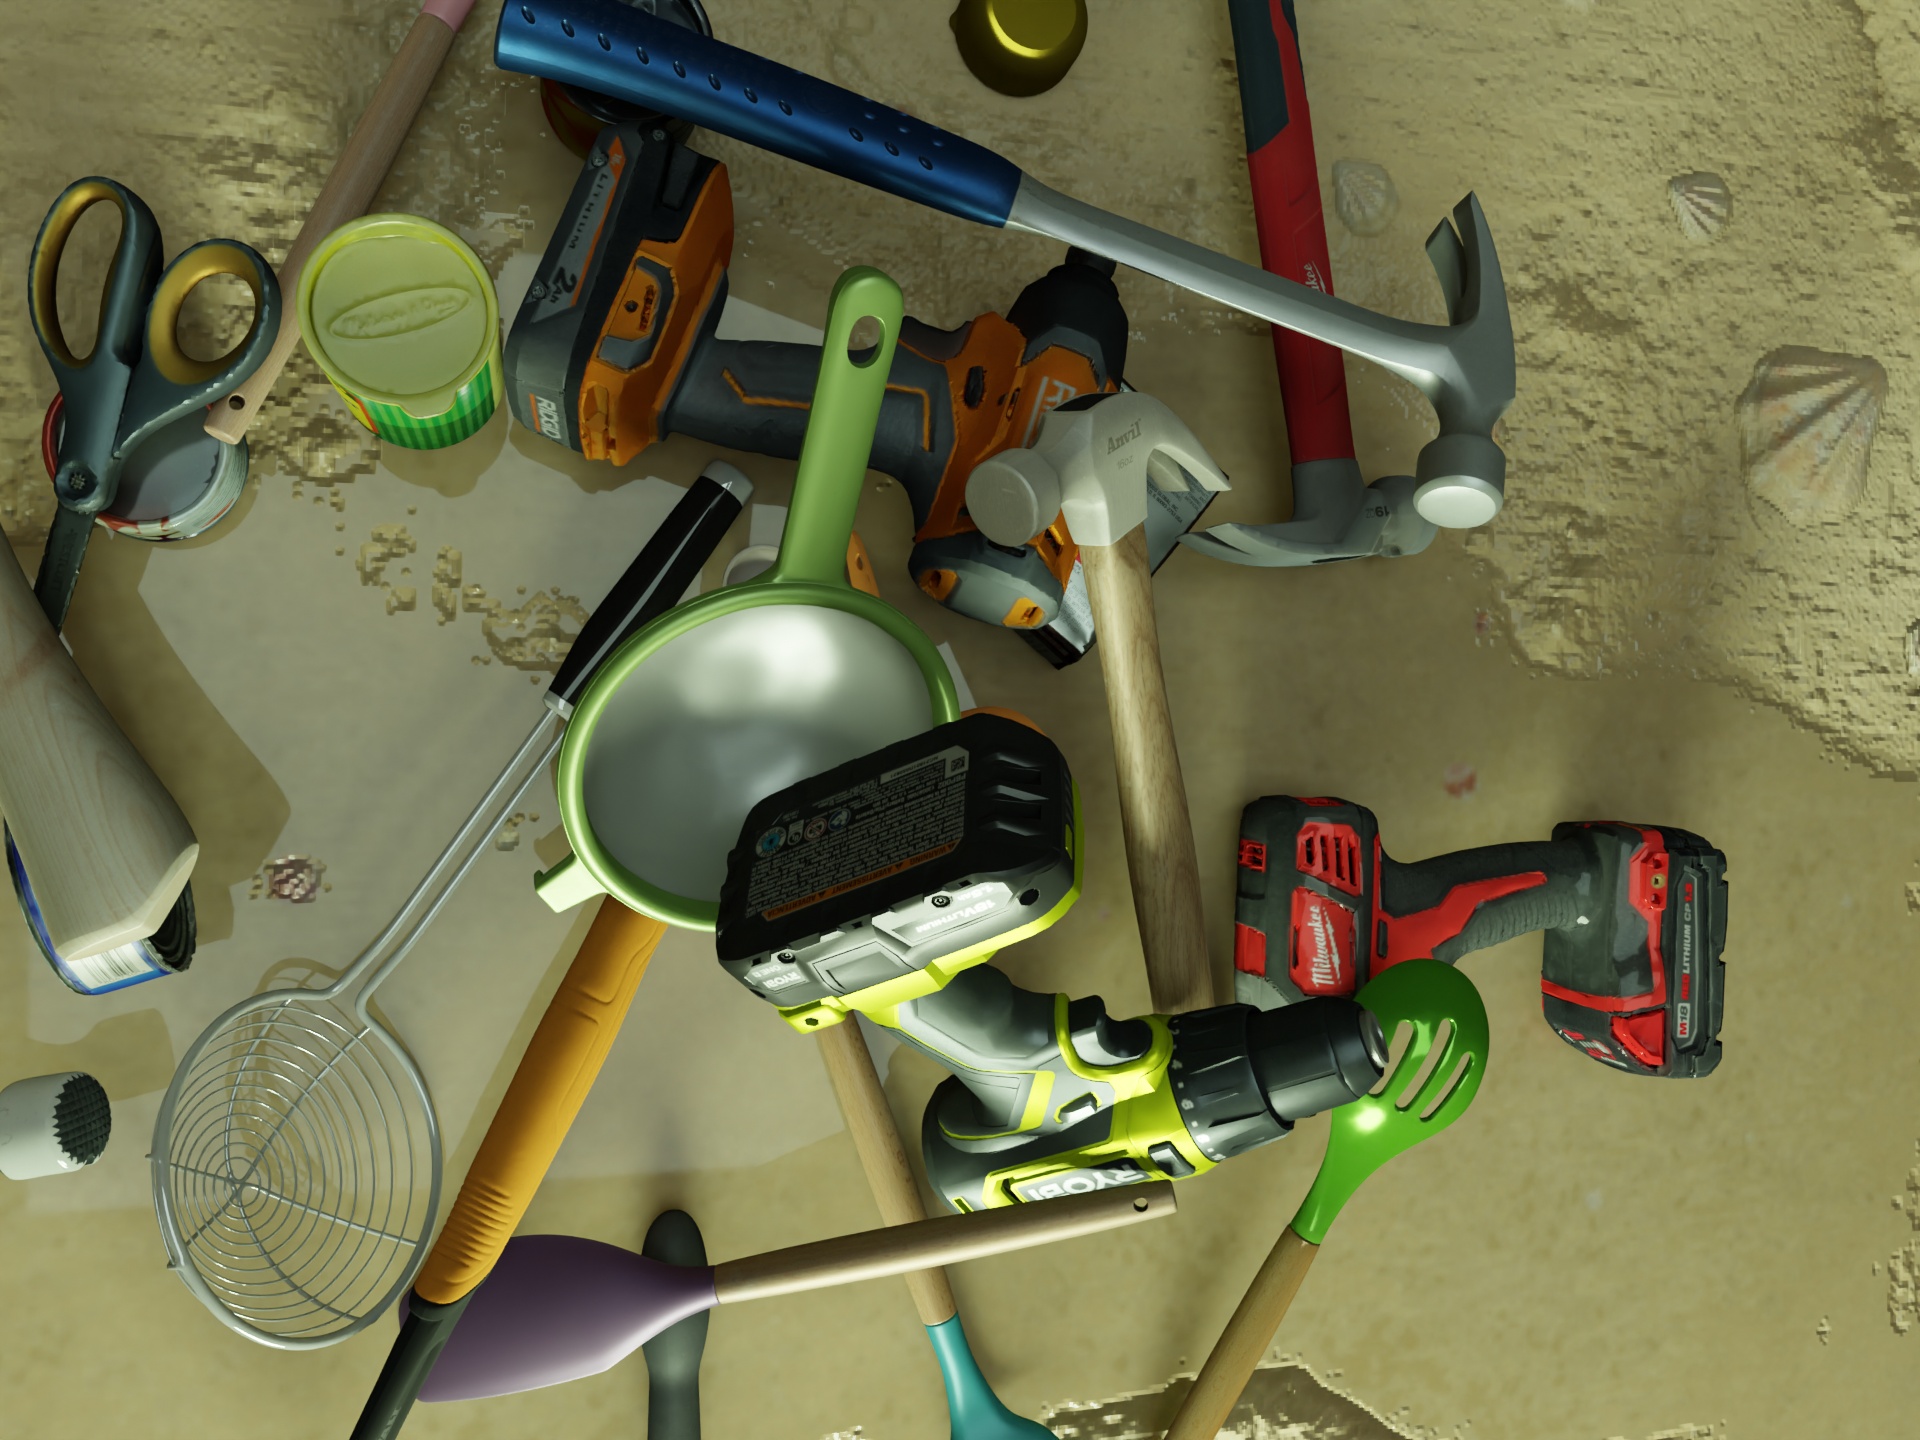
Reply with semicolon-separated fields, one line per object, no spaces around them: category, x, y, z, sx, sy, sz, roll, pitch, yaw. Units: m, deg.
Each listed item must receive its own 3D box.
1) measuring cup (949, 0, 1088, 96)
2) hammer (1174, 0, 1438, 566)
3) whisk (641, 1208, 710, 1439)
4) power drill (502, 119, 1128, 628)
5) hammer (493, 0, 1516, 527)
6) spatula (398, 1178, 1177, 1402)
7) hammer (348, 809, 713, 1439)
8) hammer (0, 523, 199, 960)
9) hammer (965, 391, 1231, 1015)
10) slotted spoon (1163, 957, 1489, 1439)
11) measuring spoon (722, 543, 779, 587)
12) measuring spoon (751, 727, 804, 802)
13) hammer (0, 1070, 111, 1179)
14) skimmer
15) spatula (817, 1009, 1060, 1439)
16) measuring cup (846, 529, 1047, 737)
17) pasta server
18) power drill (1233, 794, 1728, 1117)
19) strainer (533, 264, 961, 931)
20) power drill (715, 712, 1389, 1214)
measuring cup;0.032;-0.355;0.695;0.062;0.029;0.156;5;90;-15
hammer;0.130;-0.261;0.700;0.143;0.038;0.386;-7;89;-38
whisk;-0.116;0.344;0.645;0.070;0.070;0.285;0;86;-15
power drill;-0.045;-0.148;0.630;0.226;0.084;0.164;20;74;-5
hammer;0.031;-0.199;0.608;0.405;0.035;0.144;17;65;-11
spatula;-0.071;0.215;0.628;0.316;0.018;0.060;-12;82;4
hammer;-0.181;0.184;0.593;0.034;0.127;0.337;20;72;14
hammer;-0.367;-0.111;0.527;0.146;0.038;0.411;-23;86;-20
hammer;0.079;0.028;0.647;0.130;0.031;0.331;-39;127;-42
slotted spoon;0.139;0.245;0.690;0.070;0.031;0.313;25;99;-10
measuring spoon;-0.051;-0.030;0.684;0.124;0.018;0.034;40;86;-18
measuring spoon;-0.046;0.057;0.685;0.042;0.021;0.128;-37;108;-11
hammer;-0.408;-0.032;0.565;0.149;0.036;0.409;-10;88;4
skimmer;-0.171;0.055;0.611;0.363;0.090;0.127;-57;137;-11
spatula;-0.013;0.233;0.677;0.082;0.044;0.317;-20;94;-10
measuring cup;-0.001;-0.002;0.663;0.052;0.095;0.174;-16;86;-25
pasta server;-0.212;-0.248;0.612;0.060;0.040;0.316;27;77;-21
power drill;0.230;0.109;0.727;0.219;0.078;0.143;3;89;-12
strainer;-0.067;-0.044;0.580;0.151;0.069;0.256;3;118;-25
power drill;0.037;0.104;0.595;0.190;0.080;0.228;-22;130;22
